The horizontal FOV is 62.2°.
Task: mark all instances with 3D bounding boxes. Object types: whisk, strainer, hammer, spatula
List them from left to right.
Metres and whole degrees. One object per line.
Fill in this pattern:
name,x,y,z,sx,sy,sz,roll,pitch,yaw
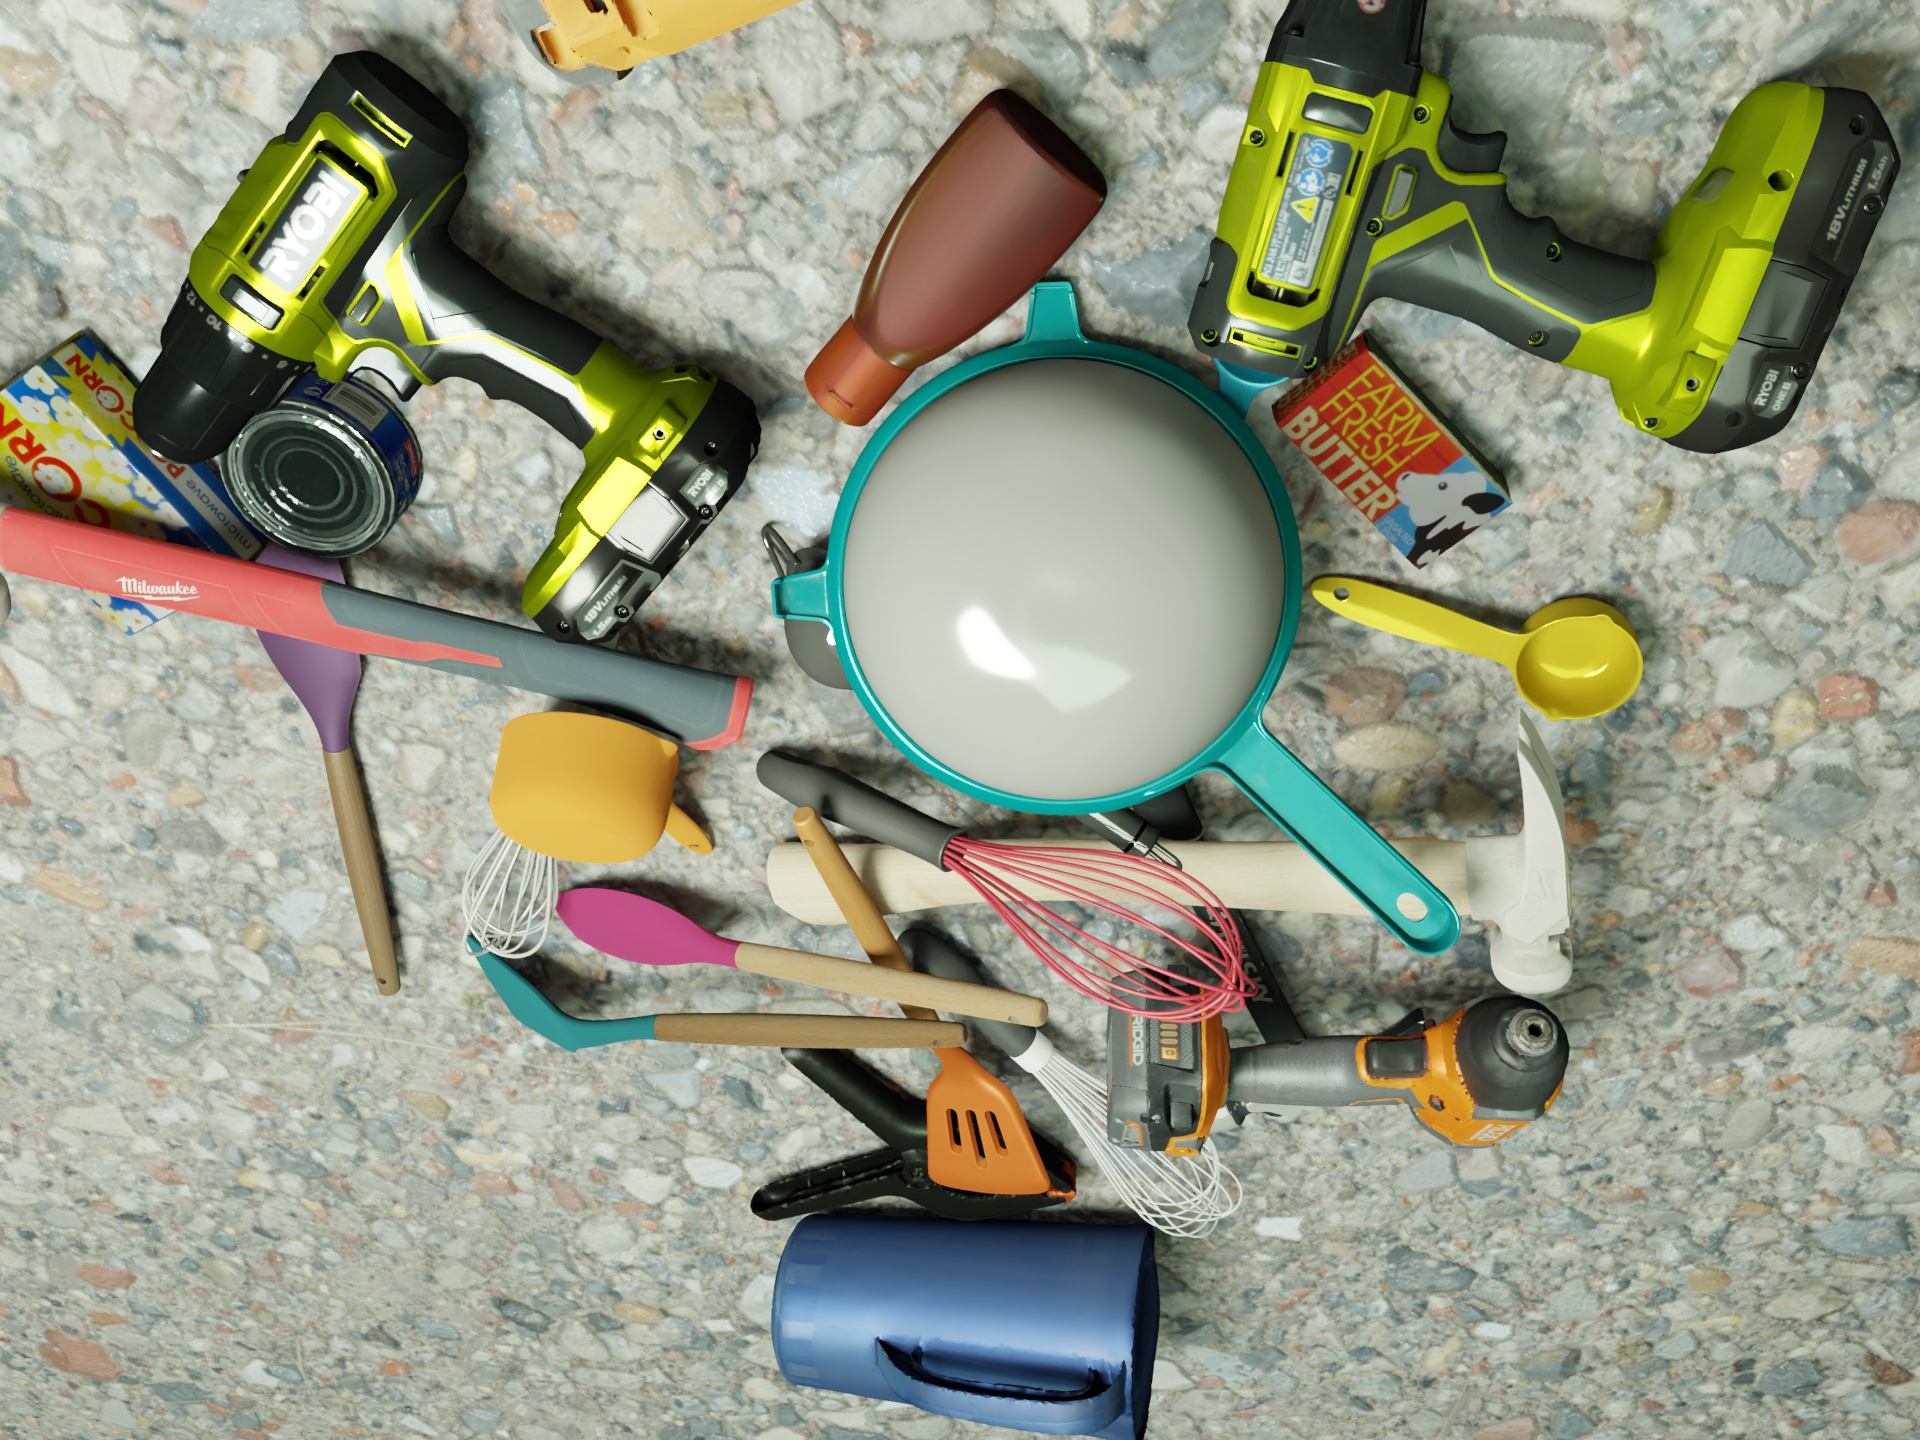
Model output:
spatula,-0.342,0.034,0.878,0.060,0.018,0.315,8,125,8
hammer,-0.285,-0.059,0.738,0.386,0.038,0.143,13,135,-10
whisk,-0.225,0.039,0.855,0.058,0.059,0.246,35,123,15
spatula,-0.145,0.166,0.906,0.317,0.044,0.082,-2,130,19
spatula,-0.028,0.164,0.883,0.081,0.041,0.322,-3,135,24
strainer,-0.001,-0.002,0.754,0.258,0.050,0.086,35,152,0
whisk,0.012,0.070,0.772,0.296,0.073,0.073,22,134,31
whisk,0.063,0.216,0.949,0.070,0.070,0.284,-37,109,28
hammer,0.087,0.069,0.801,0.411,0.038,0.146,-2,125,22
strainer,0.087,-0.011,0.667,0.340,0.095,0.211,43,101,-1
hammer,0.126,0.071,0.845,0.149,0.036,0.408,-19,122,18

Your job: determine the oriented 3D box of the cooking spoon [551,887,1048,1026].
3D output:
cooking spoon,-0.097,0.131,0.859,0.319,0.017,0.068,5,137,29

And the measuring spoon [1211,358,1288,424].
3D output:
measuring spoon,0.118,-0.137,0.707,0.042,0.021,0.128,23,136,3

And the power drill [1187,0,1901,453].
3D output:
power drill,0.216,-0.199,0.603,0.223,0.080,0.171,14,111,-1

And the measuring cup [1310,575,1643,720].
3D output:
measuring cup,0.244,-0.046,0.757,0.156,0.029,0.062,18,127,7

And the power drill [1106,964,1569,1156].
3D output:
power drill,0.190,0.174,0.812,0.226,0.084,0.164,0,156,4

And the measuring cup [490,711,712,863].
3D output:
measuring cup,-0.172,0.055,0.815,0.095,0.052,0.173,-3,152,19

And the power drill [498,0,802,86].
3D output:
power drill,-0.030,-0.275,0.485,0.185,0.226,0.084,-15,124,16

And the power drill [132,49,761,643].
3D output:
power drill,-0.221,-0.138,0.685,0.228,0.080,0.190,37,107,-19
